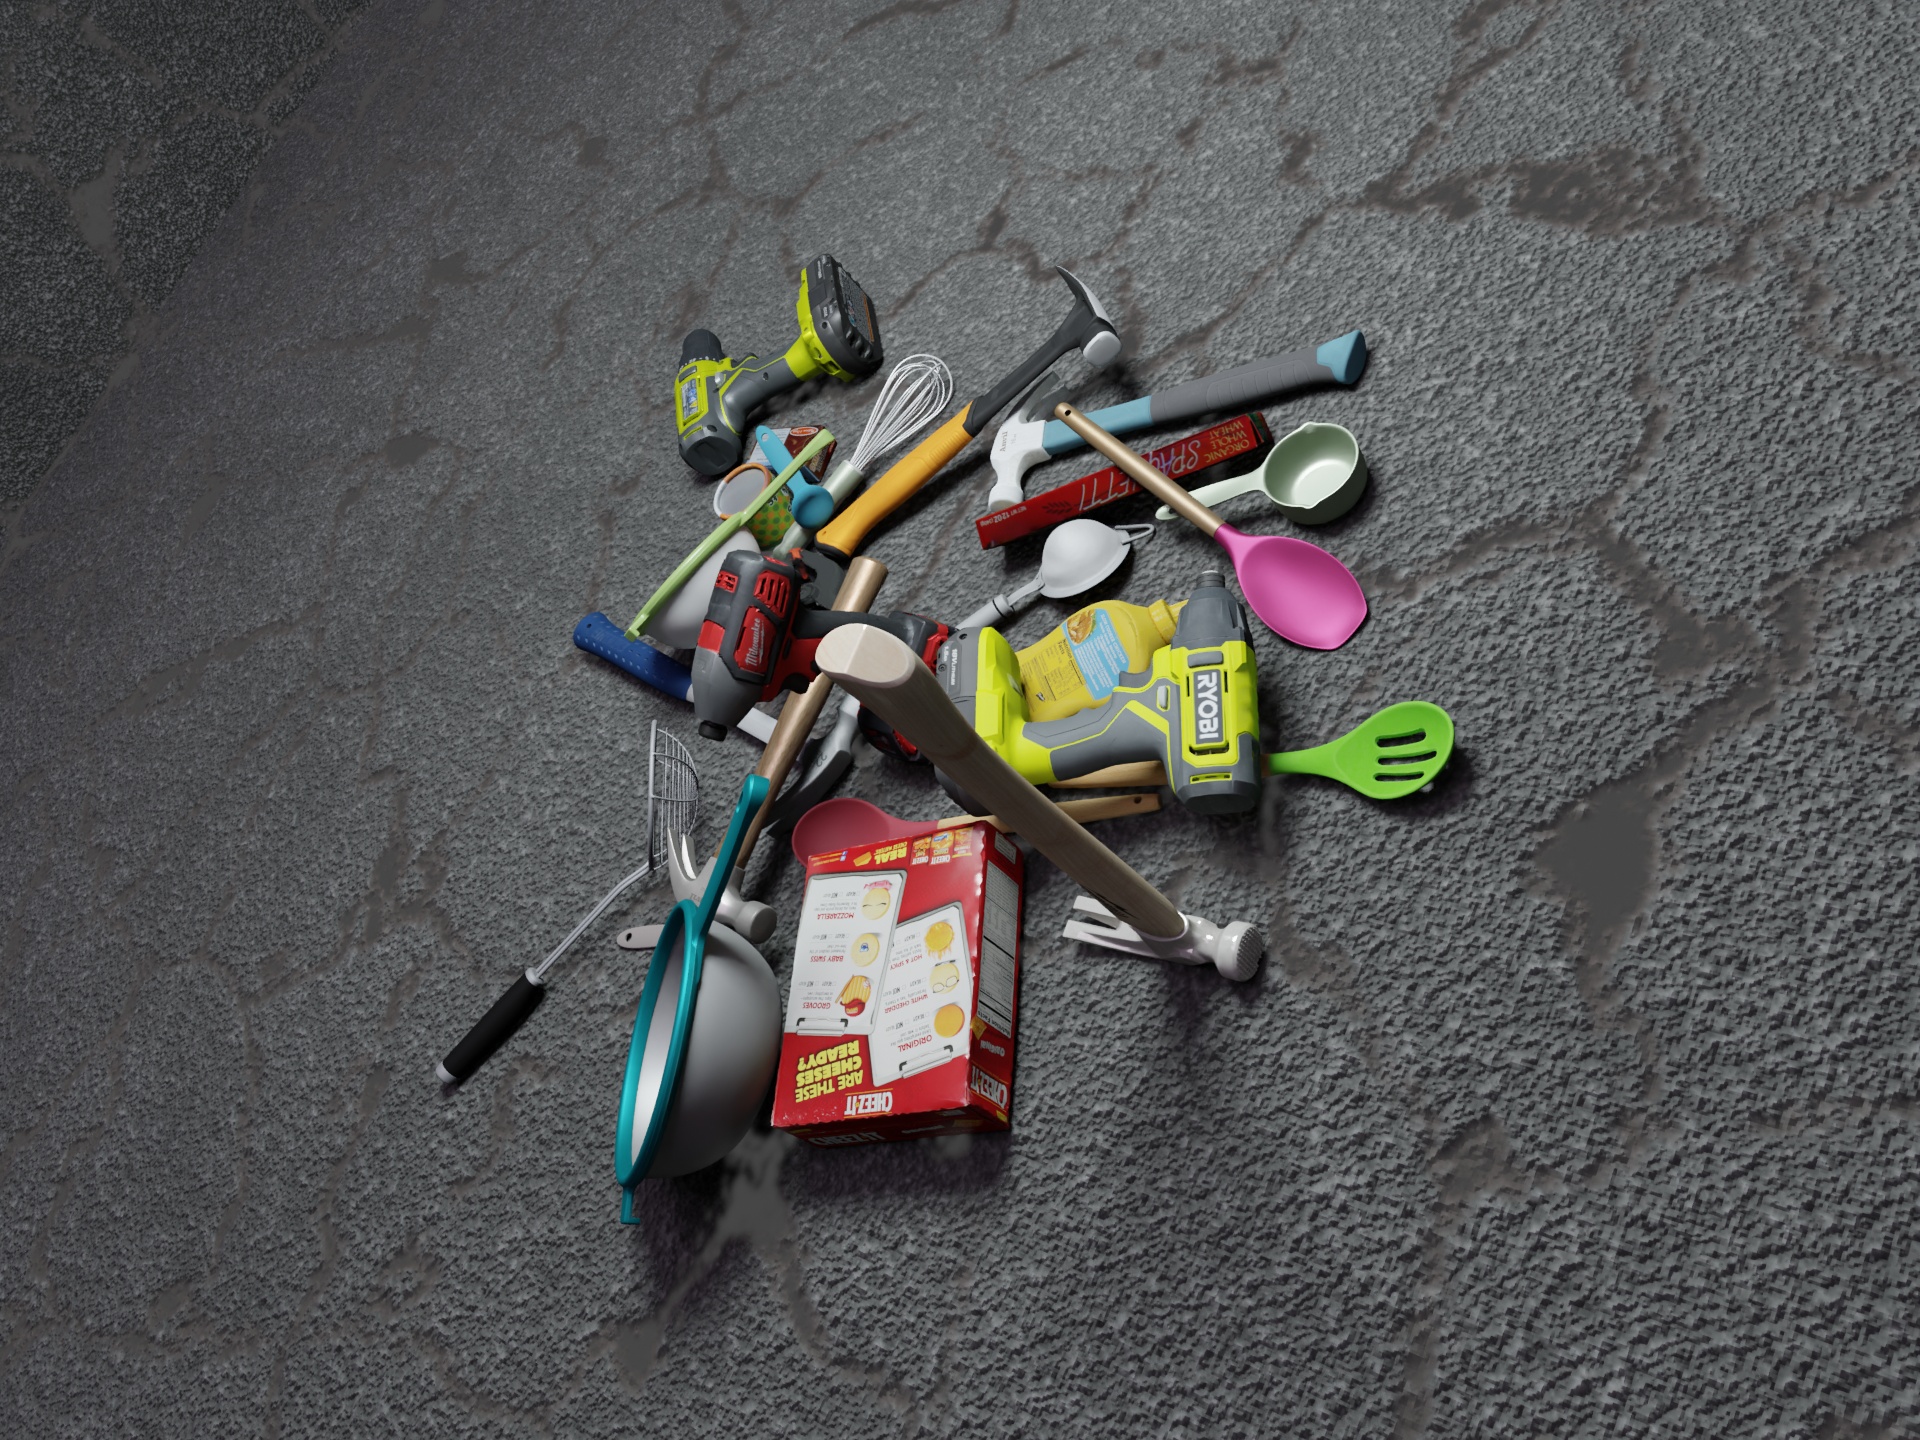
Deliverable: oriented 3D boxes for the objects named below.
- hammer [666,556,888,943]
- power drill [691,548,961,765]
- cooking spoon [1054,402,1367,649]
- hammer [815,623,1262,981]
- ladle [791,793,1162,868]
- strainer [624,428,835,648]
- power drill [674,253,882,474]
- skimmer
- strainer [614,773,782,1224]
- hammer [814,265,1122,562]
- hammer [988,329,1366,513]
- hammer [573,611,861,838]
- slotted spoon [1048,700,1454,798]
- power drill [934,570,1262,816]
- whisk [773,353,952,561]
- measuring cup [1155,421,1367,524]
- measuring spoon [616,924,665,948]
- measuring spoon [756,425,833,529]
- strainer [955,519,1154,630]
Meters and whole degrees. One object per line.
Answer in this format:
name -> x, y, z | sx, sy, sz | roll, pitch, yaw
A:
hammer -> -0.143, 0.014, 1.313 | 0.130, 0.031, 0.331 | 15, 75, 37
power drill -> -0.105, -0.037, 1.231 | 0.079, 0.219, 0.143 | 19, 93, 52
cooking spoon -> 0.182, -0.159, 1.218 | 0.069, 0.017, 0.319 | -50, 61, 7
hammer -> 0.038, 0.058, 0.950 | 0.146, 0.410, 0.038 | 7, 66, 39
ladle -> 0.008, 0.079, 1.225 | 0.315, 0.031, 0.069 | -9, 62, 28
strainer -> -0.190, -0.151, 1.444 | 0.256, 0.069, 0.151 | -45, 6, 8
power drill -> -0.201, -0.376, 1.638 | 0.228, 0.080, 0.191 | -28, 49, 21
skimmer -> -0.351, 0.161, 1.379 | 0.363, 0.090, 0.127 | -47, 17, 3
strainer -> -0.163, 0.191, 1.152 | 0.211, 0.095, 0.340 | -106, 35, -60
hammer -> -0.005, -0.261, 1.420 | 0.337, 0.034, 0.127 | -39, 41, 20
hammer -> 0.174, -0.261, 1.327 | 0.331, 0.033, 0.128 | -10, 57, 30
hammer -> -0.241, -0.020, 1.458 | 0.406, 0.035, 0.144 | 25, 78, 43
slotted spoon -> 0.197, 0.031, 1.124 | 0.314, 0.031, 0.070 | -6, 60, 34
power drill -> 0.099, -0.015, 1.132 | 0.223, 0.080, 0.171 | -7, 68, 20
whisk -> -0.095, -0.243, 1.500 | 0.246, 0.059, 0.058 | -51, 9, 1
measuring cup -> 0.233, -0.174, 1.227 | 0.167, 0.038, 0.083 | -15, 54, 30
measuring spoon -> -0.248, 0.179, 1.344 | 0.124, 0.018, 0.034 | -10, 57, 31
measuring spoon -> -0.163, -0.233, 1.490 | 0.042, 0.021, 0.129 | -39, 67, 11
strainer -> 0.041, -0.100, 1.311 | 0.258, 0.050, 0.087 | -35, 31, 15
